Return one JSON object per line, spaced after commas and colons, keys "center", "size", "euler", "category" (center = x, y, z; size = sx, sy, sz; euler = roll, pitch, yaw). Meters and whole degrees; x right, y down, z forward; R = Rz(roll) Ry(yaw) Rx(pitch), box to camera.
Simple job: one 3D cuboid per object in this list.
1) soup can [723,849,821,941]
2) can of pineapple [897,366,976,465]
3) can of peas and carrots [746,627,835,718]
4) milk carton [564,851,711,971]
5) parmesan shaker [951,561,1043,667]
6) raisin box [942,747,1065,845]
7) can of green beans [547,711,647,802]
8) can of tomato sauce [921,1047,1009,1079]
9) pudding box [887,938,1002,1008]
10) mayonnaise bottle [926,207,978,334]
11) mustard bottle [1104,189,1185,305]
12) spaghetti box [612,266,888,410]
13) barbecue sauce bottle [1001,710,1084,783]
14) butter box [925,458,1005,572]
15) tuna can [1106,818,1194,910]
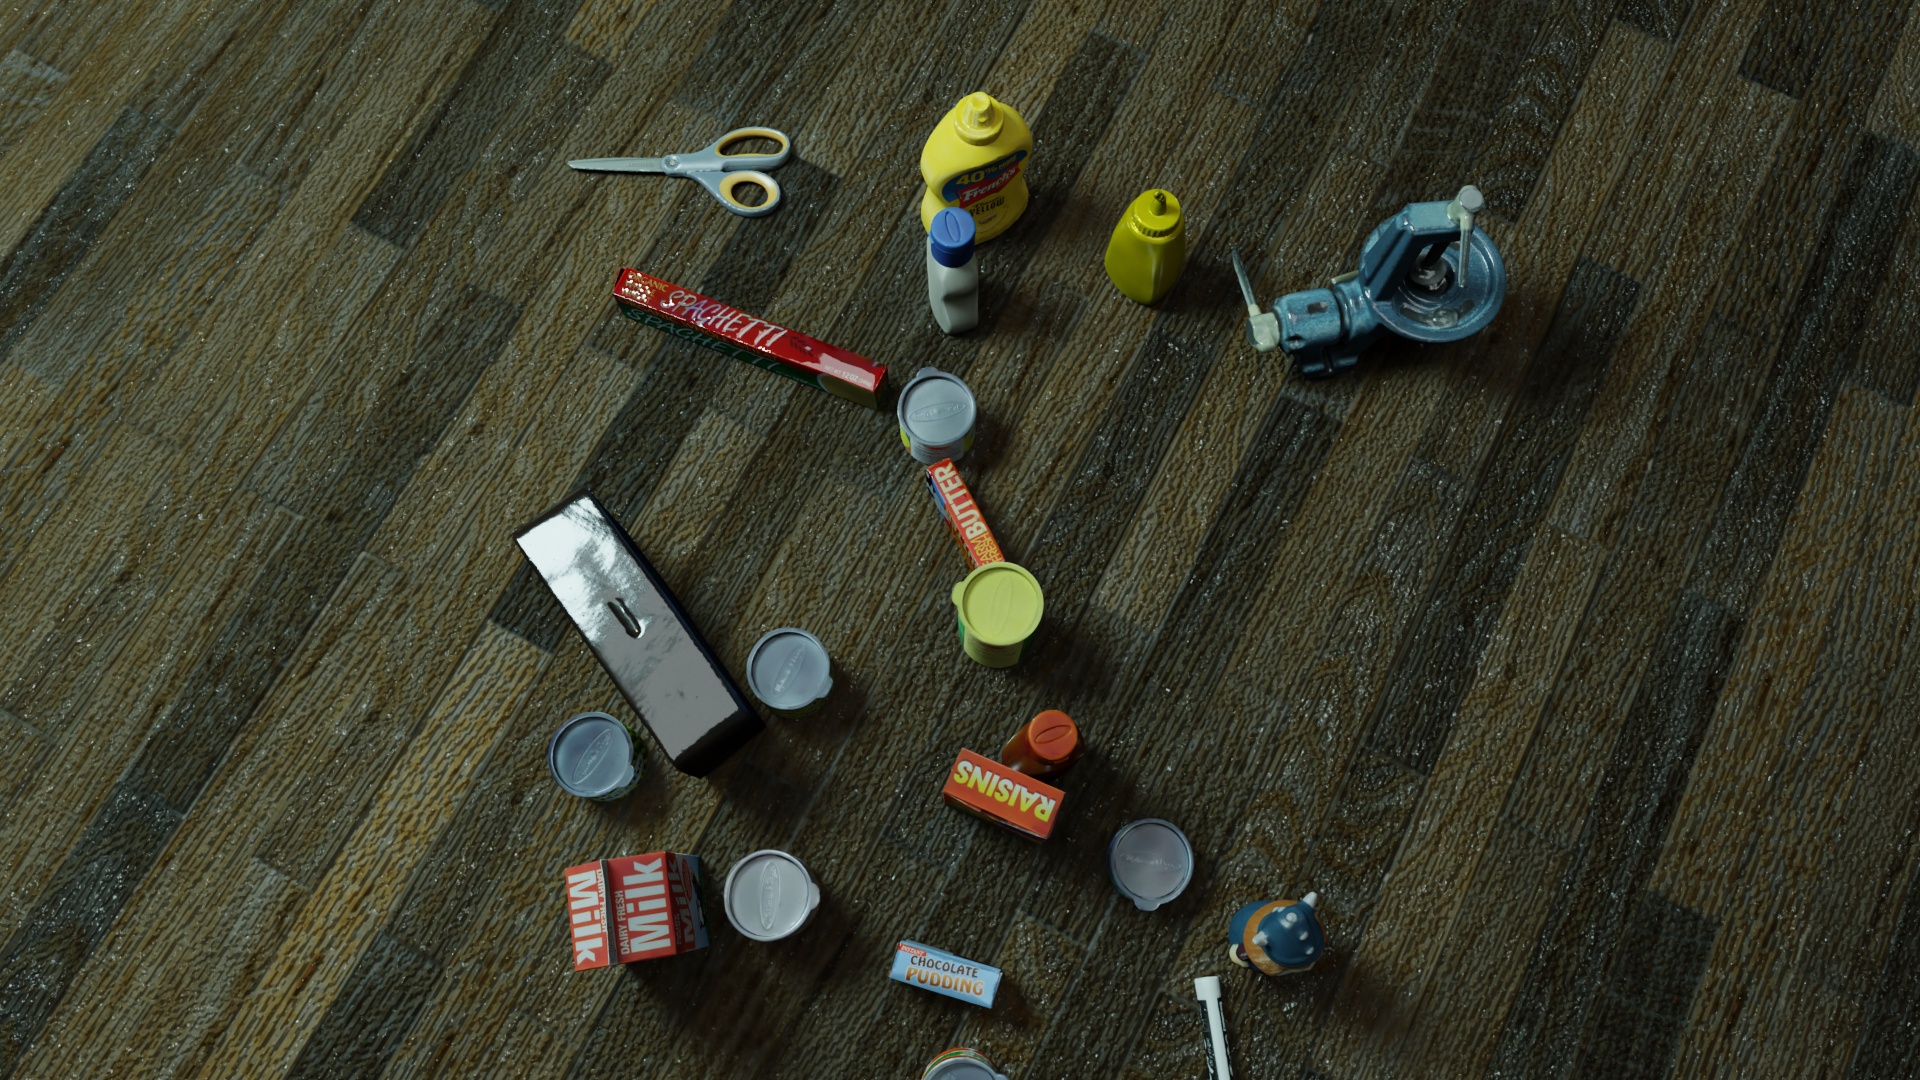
{"center": [-0.140, 0.273, 1.065], "size": [0.071, 0.083, 0.071], "euler": [0, 75, -1], "category": "soup can"}
{"center": [-0.019, -0.105, 1.185], "size": [0.071, 0.057, 0.071], "euler": [0, 75, -1], "category": "can of pineapple"}
{"center": [-0.134, 0.109, 1.124], "size": [0.071, 0.058, 0.071], "euler": [0, 75, -1], "category": "can of peas and carrots"}
{"center": [-0.235, 0.269, 1.010], "size": [0.073, 0.190, 0.072], "euler": [-9, 75, -3], "category": "milk carton"}
{"center": [0.028, 0.060, 1.116], "size": [0.071, 0.103, 0.071], "euler": [0, 75, -1], "category": "parmesan shaker"}
{"center": [0.031, 0.199, 1.068], "size": [0.086, 0.123, 0.040], "euler": [24, 76, 6], "category": "raisin box"}
{"center": [-0.287, 0.173, 1.105], "size": [0.071, 0.057, 0.071], "euler": [0, 75, -1], "category": "can of green beans"}
{"center": [0.003, 0.412, 1.029], "size": [0.071, 0.083, 0.071], "euler": [0, 75, -1], "category": "can of tomato sauce"}
{"center": [-0.011, 0.332, 1.068], "size": [0.084, 0.049, 0.030], "euler": [16, 75, 4], "category": "pudding box"}
{"center": [-0.006, -0.230, 1.173], "size": [0.041, 0.147, 0.065], "euler": [-16, 76, -5], "category": "mayonnaise bottle"}
{"center": [0.161, -0.256, 1.176], "size": [0.065, 0.160, 0.049], "euler": [40, 78, 9], "category": "mustard bottle"}
{"center": [-0.182, -0.175, 1.207], "size": [0.250, 0.050, 0.029], "euler": [21, 76, 5], "category": "spaghetti box"}
{"center": [0.066, 0.159, 1.066], "size": [0.065, 0.148, 0.044], "euler": [-19, 76, -5], "category": "barbecue sauce bottle"}
{"center": [0.004, -0.015, 1.163], "size": [0.024, 0.053, 0.103], "euler": [-26, 77, -7], "category": "butter box"}
{"center": [0.149, 0.257, 1.100], "size": [0.071, 0.032, 0.071], "euler": [0, 75, -1], "category": "tuna can"}
